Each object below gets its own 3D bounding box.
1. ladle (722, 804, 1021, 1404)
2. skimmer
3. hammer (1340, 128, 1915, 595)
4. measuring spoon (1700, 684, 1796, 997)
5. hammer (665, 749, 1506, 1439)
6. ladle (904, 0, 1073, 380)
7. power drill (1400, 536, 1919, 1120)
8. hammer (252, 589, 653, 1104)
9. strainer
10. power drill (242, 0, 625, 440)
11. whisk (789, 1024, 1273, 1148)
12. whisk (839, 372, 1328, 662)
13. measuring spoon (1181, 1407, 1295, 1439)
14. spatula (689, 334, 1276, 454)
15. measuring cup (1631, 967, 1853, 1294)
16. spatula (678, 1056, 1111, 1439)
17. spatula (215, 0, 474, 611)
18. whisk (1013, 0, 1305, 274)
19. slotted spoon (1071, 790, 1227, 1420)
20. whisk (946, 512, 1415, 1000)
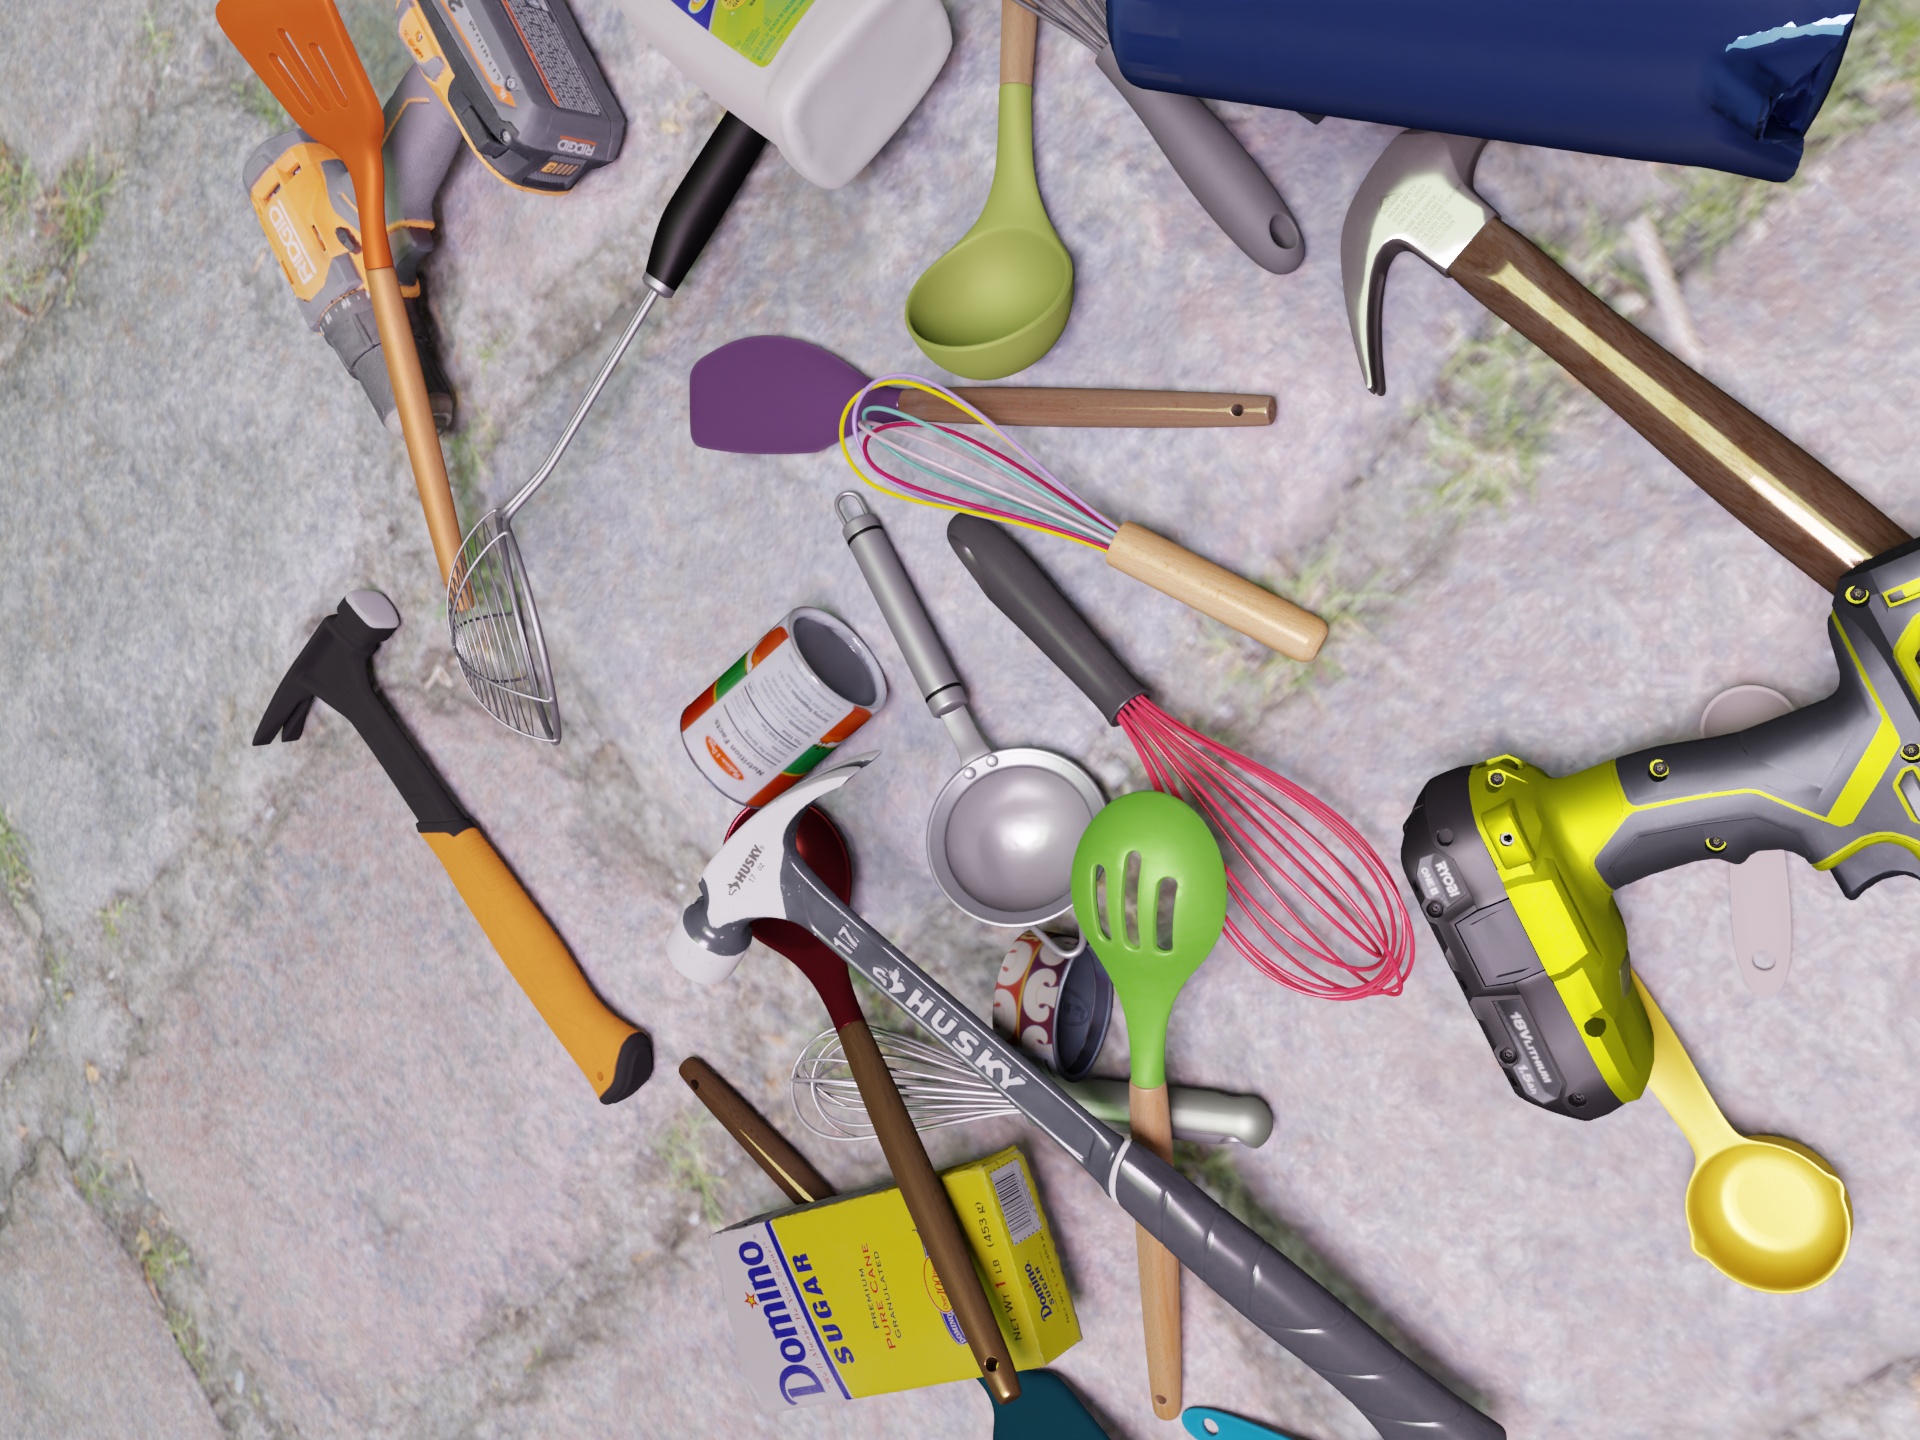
[{"bbox_3d":[-0.041,0.166,0.748,0.069,0.031,0.316,-33,57,8],"label":"ladle"},{"bbox_3d":[-0.163,-0.158,0.826,0.363,0.090,0.127,-57,32,9],"label":"skimmer"},{"bbox_3d":[0.278,-0.107,0.600,0.331,0.031,0.130,46,114,16],"label":"hammer"},{"bbox_3d":[0.307,0.046,0.614,0.034,0.018,0.124,-3,101,29],"label":"measuring spoon"},{"bbox_3d":[0.057,0.175,0.677,0.409,0.036,0.149,39,123,7],"label":"hammer"},{"bbox_3d":[0.021,-0.312,0.705,0.078,0.062,0.320,5,95,25],"label":"ladle"},{"bbox_3d":[0.290,0.052,0.564,0.223,0.080,0.171,-28,86,30],"label":"power drill"},{"bbox_3d":[-0.291,0.086,0.926,0.127,0.034,0.337,-47,74,23],"label":"hammer"},{"bbox_3d":[-0.001,-0.002,0.758,0.087,0.050,0.259,-27,75,1],"label":"strainer"},{"bbox_3d":[-0.284,-0.277,0.861,0.226,0.084,0.185,-30,84,31],"label":"power drill"},{"bbox_3d":[0.027,0.181,0.759,0.246,0.057,0.059,0,66,24],"label":"whisk"},{"bbox_3d":[0.050,-0.086,0.713,0.245,0.047,0.051,29,153,15],"label":"whisk"},{"bbox_3d":[0.161,0.334,0.722,0.129,0.021,0.042,5,98,37],"label":"measuring spoon"},{"bbox_3d":[-0.004,-0.152,0.755,0.316,0.018,0.059,8,102,28],"label":"spatula"},{"bbox_3d":[0.290,0.148,0.630,0.062,0.029,0.157,-40,65,28],"label":"measuring cup"},{"bbox_3d":[-0.041,0.284,0.806,0.318,0.044,0.082,40,111,20],"label":"spatula"},{"bbox_3d":[-0.304,-0.210,0.829,0.081,0.041,0.322,3,112,30],"label":"spatula"},{"bbox_3d":[0.064,-0.281,0.666,0.055,0.055,0.239,-39,94,26],"label":"whisk"},{"bbox_3d":[0.086,0.181,0.700,0.070,0.031,0.313,6,112,29],"label":"slotted spoon"},{"bbox_3d":[0.087,0.009,0.701,0.296,0.073,0.073,49,115,21],"label":"whisk"}]
